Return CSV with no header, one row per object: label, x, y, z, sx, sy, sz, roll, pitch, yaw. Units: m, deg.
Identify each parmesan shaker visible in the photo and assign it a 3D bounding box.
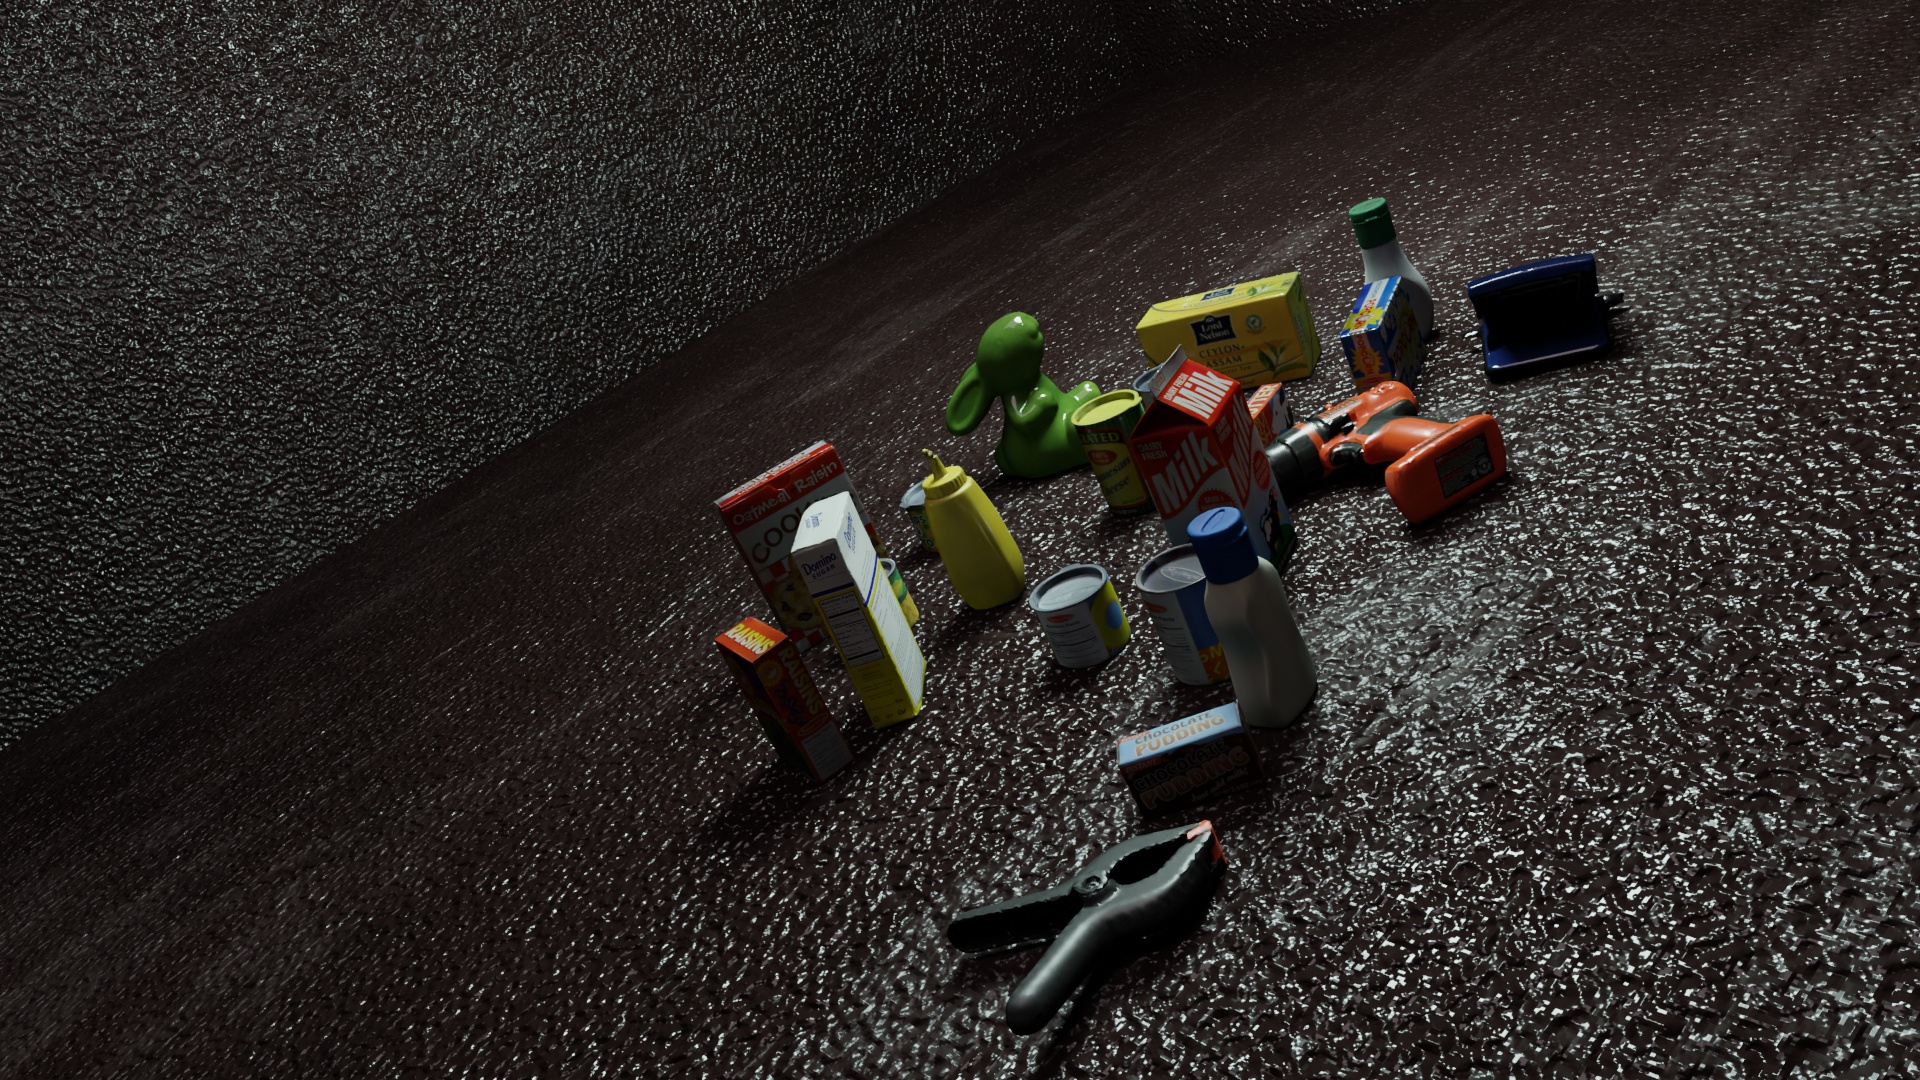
parmesan shaker,0.155,-0.081,1.303,0.071,0.102,0.071,-21,22,9

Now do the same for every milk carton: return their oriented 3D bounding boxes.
milk carton,0.193,-0.056,1.090,0.073,0.190,0.073,-8,27,36

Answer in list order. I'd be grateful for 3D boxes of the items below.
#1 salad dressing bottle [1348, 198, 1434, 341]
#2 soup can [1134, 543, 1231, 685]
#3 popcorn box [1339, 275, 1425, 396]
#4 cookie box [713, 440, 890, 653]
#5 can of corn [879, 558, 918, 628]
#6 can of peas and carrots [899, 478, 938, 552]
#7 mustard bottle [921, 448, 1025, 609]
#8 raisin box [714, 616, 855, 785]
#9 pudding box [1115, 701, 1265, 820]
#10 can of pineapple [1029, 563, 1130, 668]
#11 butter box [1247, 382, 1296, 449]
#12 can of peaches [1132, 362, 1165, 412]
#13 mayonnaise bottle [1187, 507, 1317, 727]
salad dressing bottle,0.423,-0.263,1.372,0.064,0.147,0.044,-18,23,18
soup can,0.175,0.052,1.010,0.071,0.083,0.071,-21,22,9
popcorn box,0.398,-0.184,1.304,0.038,0.085,0.127,-10,26,34
cookie box,-0.143,0.006,1.335,0.123,0.167,0.040,-31,22,-15
can of corn,-0.080,0.060,1.293,0.071,0.058,0.071,-21,22,9
can of peas and carrots,-0.021,-0.028,1.427,0.071,0.058,0.071,-21,22,9
mustard bottle,0.004,-0.016,1.238,0.065,0.159,0.049,-17,23,21
raisin box,-0.142,0.128,1.119,0.040,0.123,0.086,-34,23,-21
pudding box,0.147,0.140,0.886,0.083,0.049,0.030,-20,22,12
can of pineapple,0.097,0.059,1.109,0.071,0.057,0.071,-21,22,9
butter box,0.275,-0.098,1.283,0.024,0.053,0.104,-4,30,42
can of peaches,0.220,-0.147,1.444,0.071,0.058,0.071,-21,22,9
mayonnaise bottle,0.191,0.049,0.915,0.041,0.147,0.065,-4,30,43
